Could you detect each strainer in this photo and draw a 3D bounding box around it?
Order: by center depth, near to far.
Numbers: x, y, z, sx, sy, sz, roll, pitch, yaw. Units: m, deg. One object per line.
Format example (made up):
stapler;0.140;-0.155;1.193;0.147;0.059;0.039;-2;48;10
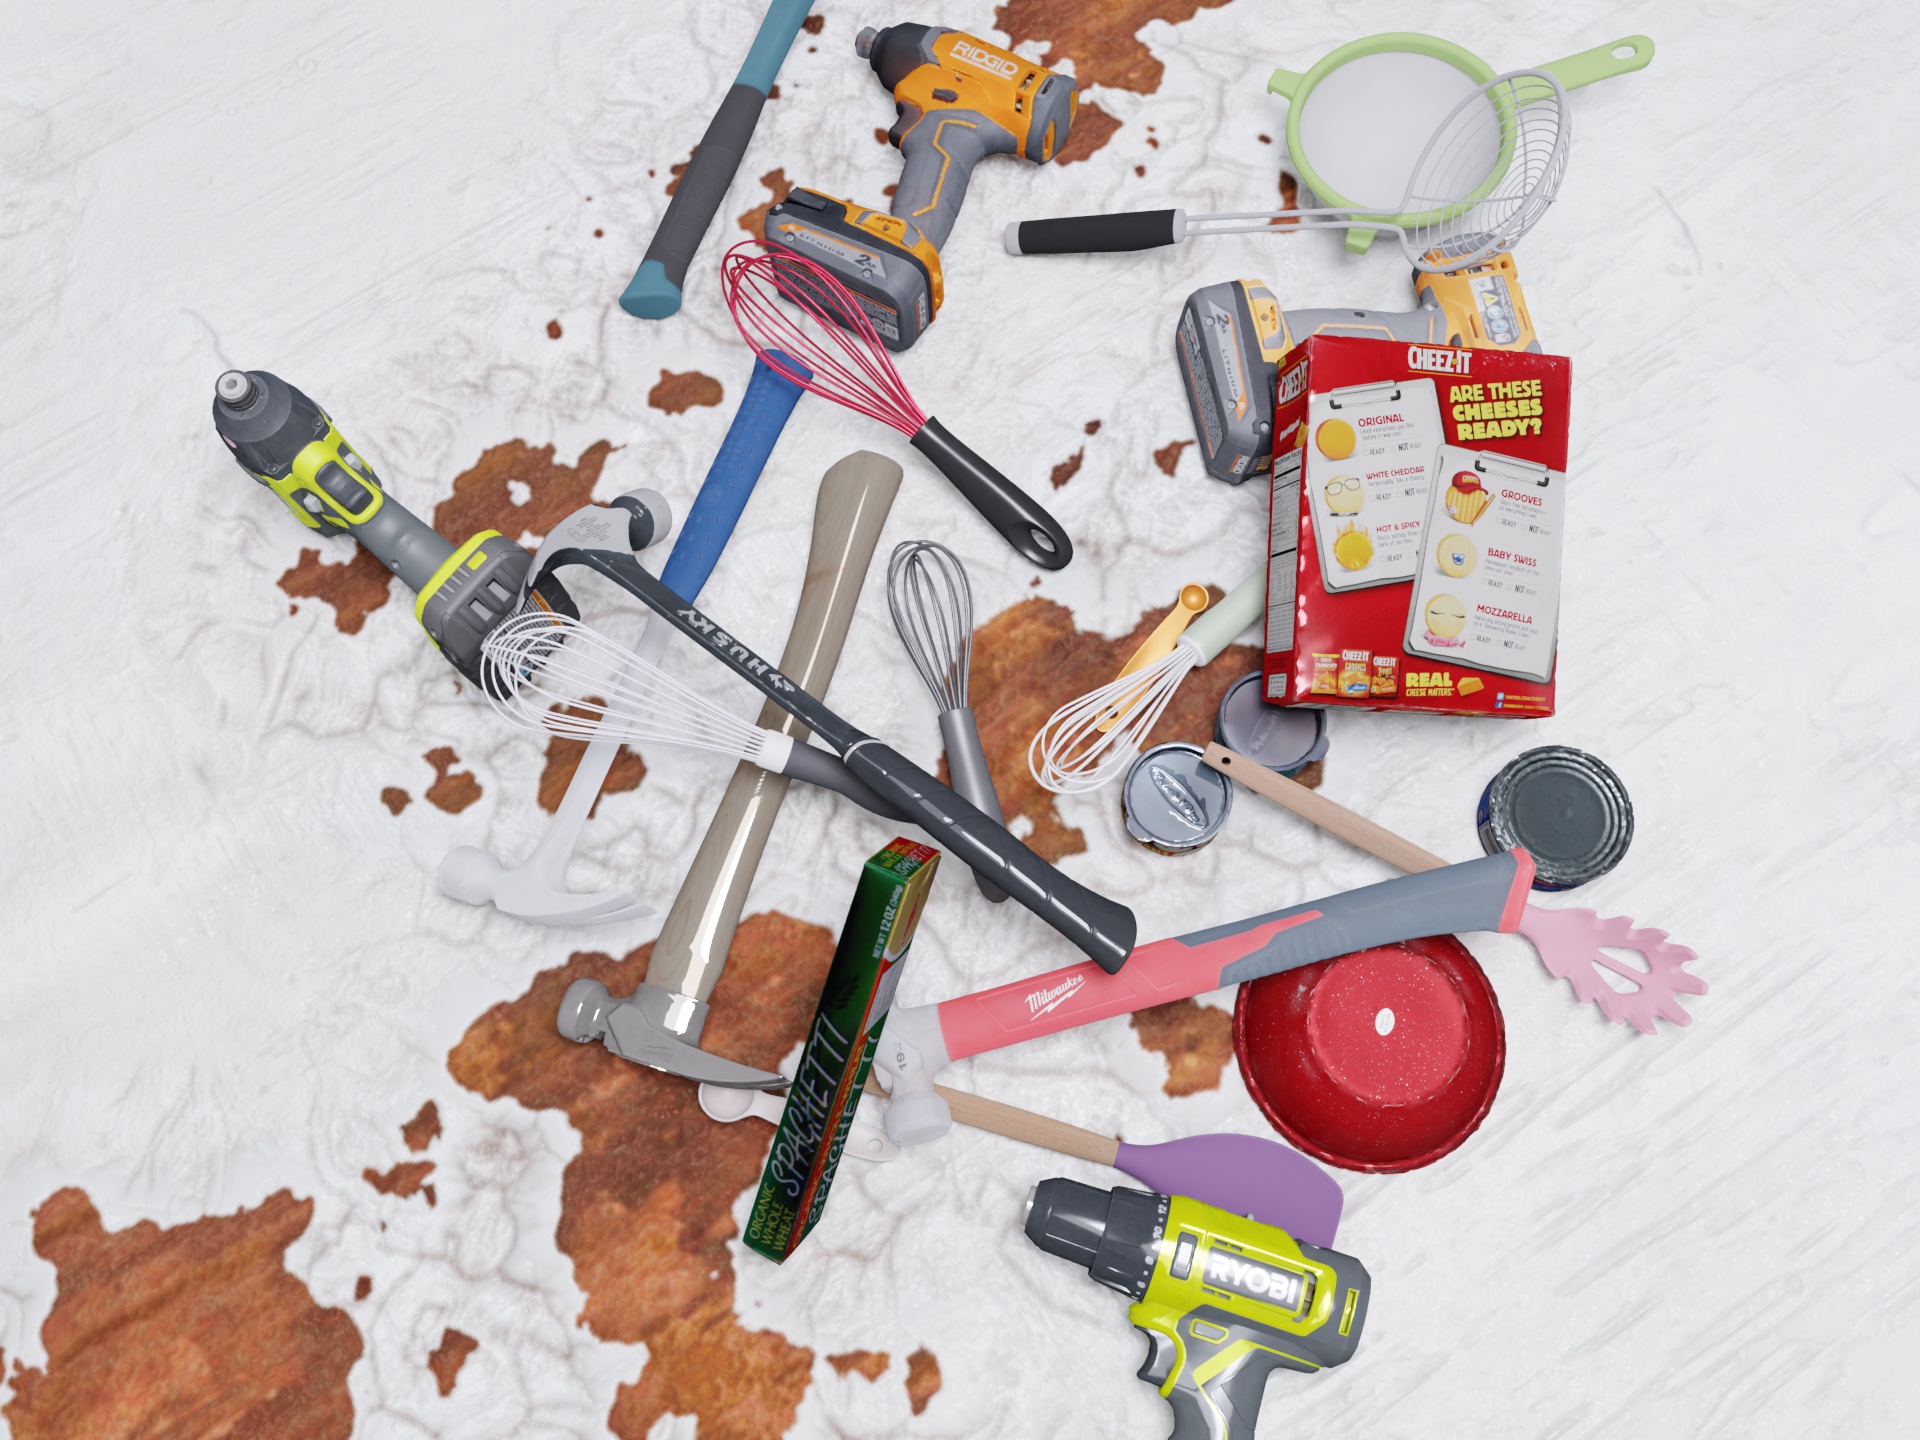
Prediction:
strainer;0.343;-0.402;1.082;0.256;0.069;0.152;-19;72;-3

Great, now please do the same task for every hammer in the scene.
hammer;-0.070;0.008;0.898;0.409;0.149;0.036;37;119;7
hammer;0.130;0.125;0.912;0.386;0.038;0.143;-16;60;6
hammer;-0.106;0.019;0.983;0.146;0.038;0.411;14;73;16
hammer;-0.183;-0.059;1.003;0.144;0.035;0.406;12;69;29
hammer;-0.153;-0.428;1.113;0.128;0.033;0.331;18;79;27

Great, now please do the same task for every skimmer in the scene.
skimmer;0.192;-0.334;1.005;0.363;0.090;0.127;3;72;22

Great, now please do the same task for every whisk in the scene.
whisk;-0.138;0.007;0.922;0.284;0.070;0.070;21;74;-13
whisk;0.138;-0.039;0.992;0.246;0.057;0.059;-41;56;-17
whisk;-0.002;-0.003;0.993;0.055;0.055;0.239;-13;78;-2
whisk;-0.040;-0.200;1.024;0.296;0.073;0.073;42;79;-2

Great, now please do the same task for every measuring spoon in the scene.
measuring spoon;-0.095;0.237;0.940;0.124;0.018;0.034;20;59;1
measuring spoon;0.121;-0.040;1.016;0.021;0.011;0.117;37;81;-2

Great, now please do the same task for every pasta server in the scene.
pasta server;0.286;0.091;0.941;0.316;0.040;0.060;28;91;3

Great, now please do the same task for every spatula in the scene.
spatula;0.067;0.243;0.928;0.316;0.018;0.060;15;82;5

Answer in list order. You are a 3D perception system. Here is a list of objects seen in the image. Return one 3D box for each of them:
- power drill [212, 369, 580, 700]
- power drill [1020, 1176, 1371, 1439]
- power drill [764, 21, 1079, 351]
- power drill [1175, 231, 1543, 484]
power drill;-0.351;-0.119;0.973;0.223;0.171;0.080;38;78;8
power drill;0.103;0.372;0.860;0.190;0.080;0.229;16;72;6
power drill;-0.041;-0.379;1.087;0.164;0.084;0.226;28;73;11
power drill;0.270;-0.211;1.028;0.226;0.084;0.185;-10;75;-6
